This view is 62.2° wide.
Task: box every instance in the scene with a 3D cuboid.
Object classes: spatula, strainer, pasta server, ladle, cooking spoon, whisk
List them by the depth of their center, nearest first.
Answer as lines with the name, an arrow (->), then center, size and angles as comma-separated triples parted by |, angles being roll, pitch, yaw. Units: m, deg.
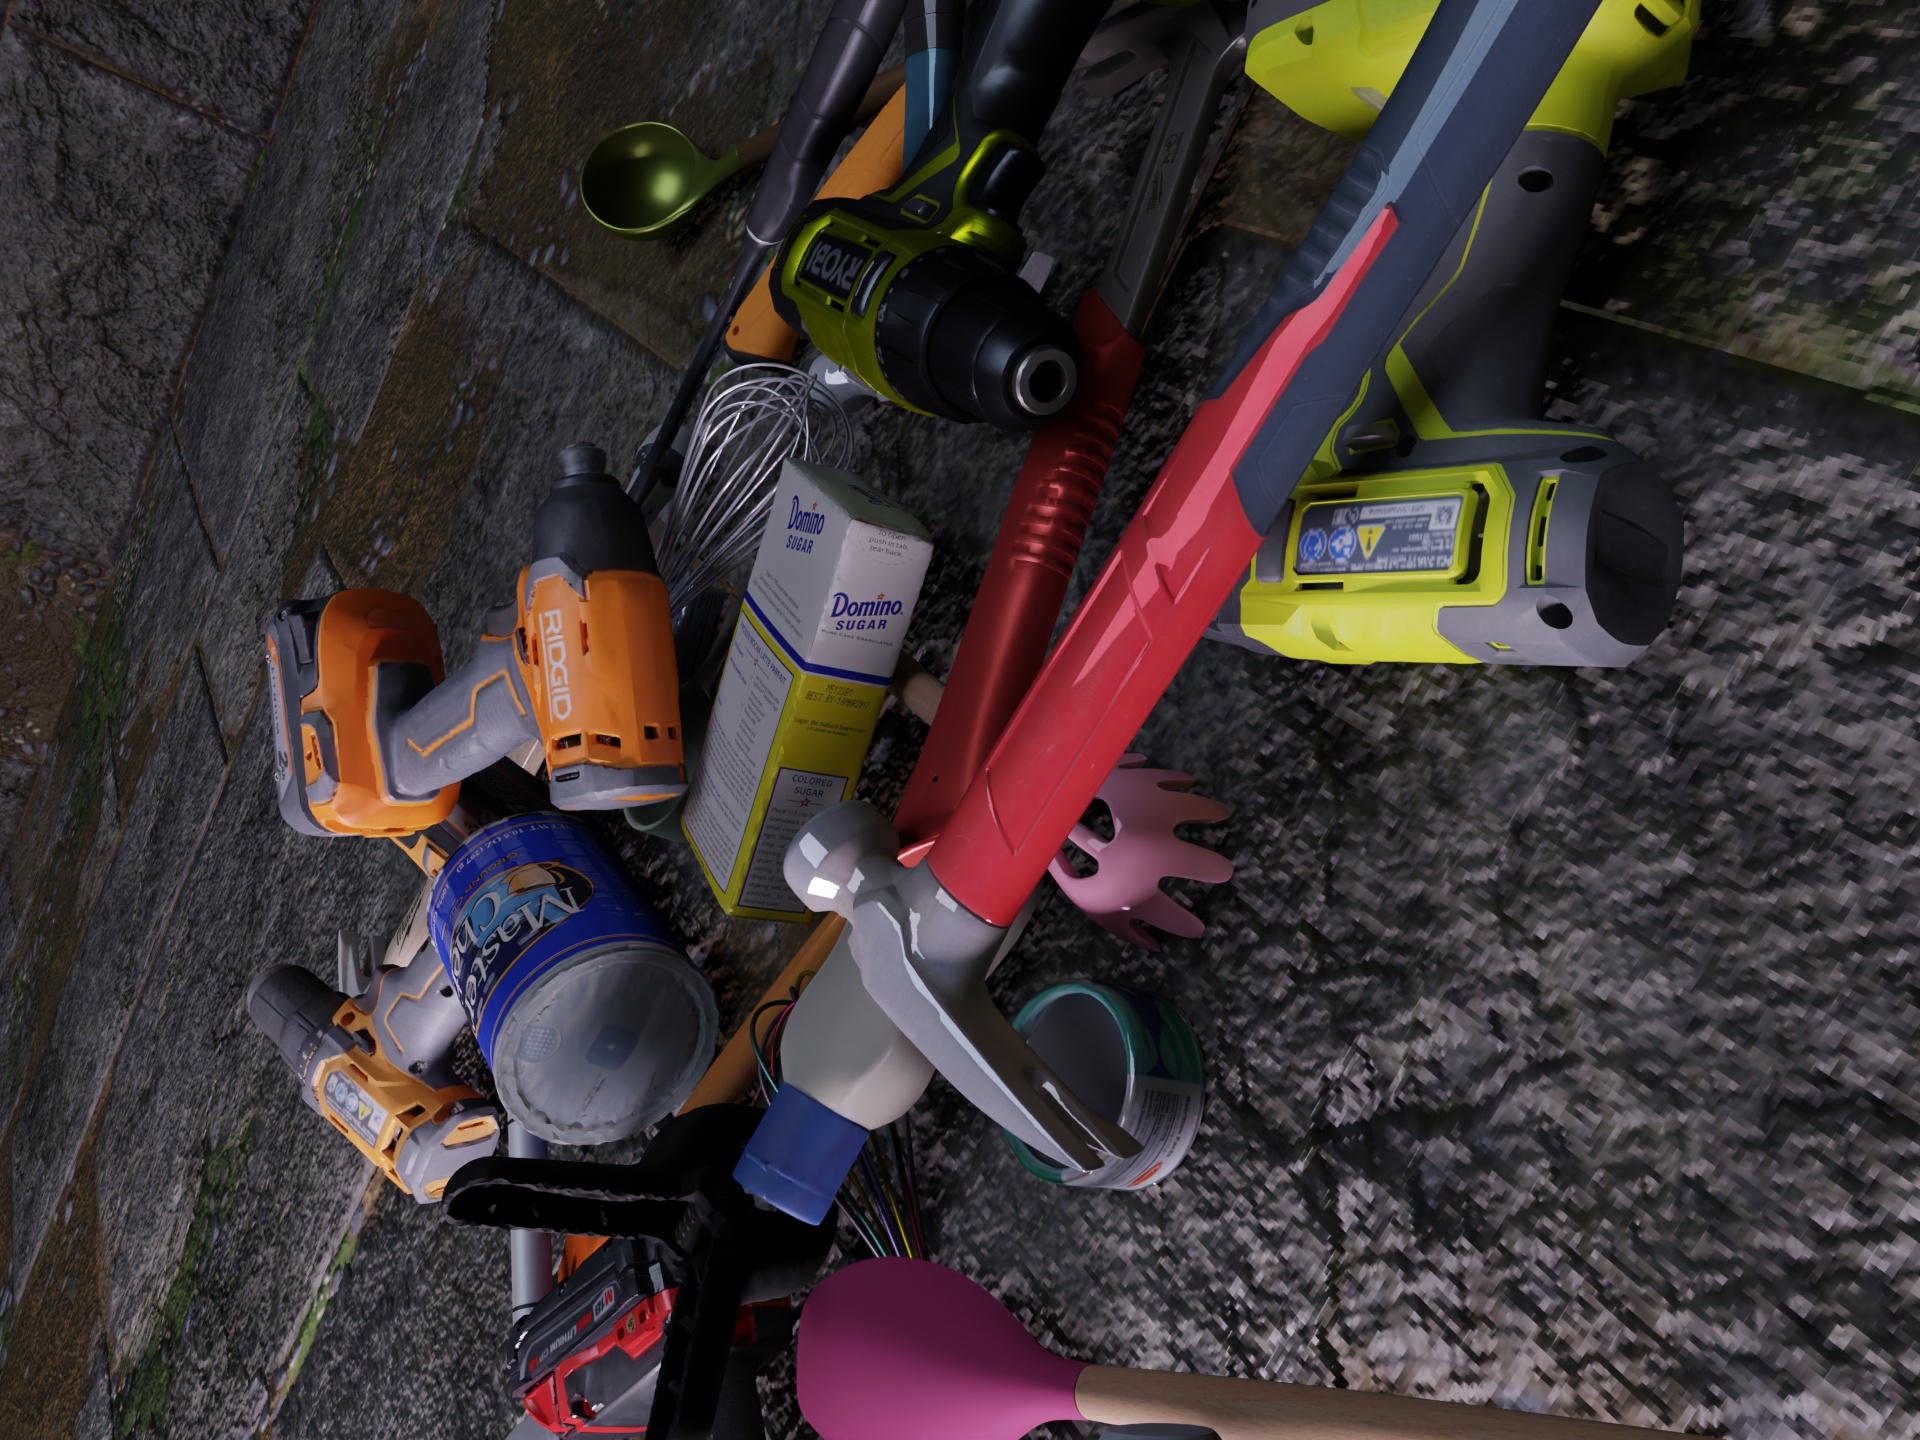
cooking spoon -> 0.057, 0.195, 0.456 | 0.319, 0.017, 0.069 | -14, 67, 41
whisk -> -0.023, 0.186, 0.571 | 0.047, 0.051, 0.245 | -49, 45, 19
pasta server -> -0.001, -0.002, 0.636 | 0.316, 0.040, 0.060 | 39, 107, 56
spatula -> -0.109, 0.177, 0.703 | 0.322, 0.041, 0.081 | -53, 39, 18
strainer -> -0.202, 0.288, 0.743 | 0.086, 0.050, 0.259 | 121, 144, -52
whisk -> -0.142, -0.067, 0.774 | 0.284, 0.070, 0.070 | -46, 44, 38
ladle -> -0.114, -0.330, 0.890 | 0.320, 0.062, 0.078 | 1, 71, 50

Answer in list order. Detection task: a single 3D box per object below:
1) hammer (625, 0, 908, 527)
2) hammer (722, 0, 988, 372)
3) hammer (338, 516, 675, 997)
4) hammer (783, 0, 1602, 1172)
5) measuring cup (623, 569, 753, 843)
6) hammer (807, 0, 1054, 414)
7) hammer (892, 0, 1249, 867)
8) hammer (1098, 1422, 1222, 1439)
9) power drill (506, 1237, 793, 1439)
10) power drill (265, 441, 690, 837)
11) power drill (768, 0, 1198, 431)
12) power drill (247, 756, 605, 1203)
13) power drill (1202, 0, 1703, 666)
hammer -> -0.094, -0.209, 0.709 | 0.408, 0.036, 0.149 | -51, 11, 44
hammer -> -0.022, -0.298, 0.758 | 0.336, 0.034, 0.127 | -44, 60, 35
hammer -> -0.286, 0.042, 0.973 | 0.410, 0.038, 0.146 | -56, 38, 20
hammer -> 0.084, -0.060, 0.424 | 0.143, 0.038, 0.386 | 43, 114, 30
measuring cup -> -0.107, -0.017, 0.772 | 0.083, 0.038, 0.167 | 23, 85, 55
hammer -> -0.013, -0.306, 0.703 | 0.128, 0.033, 0.331 | 5, 94, 45
hammer -> 0.039, -0.114, 0.584 | 0.149, 0.036, 0.359 | 5, 72, 52
hammer -> -0.092, 0.290, 0.514 | 0.405, 0.035, 0.144 | -13, 67, 37
power drill -> -0.104, 0.316, 0.597 | 0.143, 0.078, 0.220 | -46, 47, 31
power drill -> -0.227, -0.030, 0.749 | 0.226, 0.084, 0.164 | -10, 83, 32
power drill -> 0.029, -0.214, 0.568 | 0.228, 0.080, 0.191 | -59, 34, 9
power drill -> -0.309, 0.126, 0.889 | 0.185, 0.084, 0.226 | 30, 102, 27
power drill -> 0.132, -0.128, 0.474 | 0.171, 0.080, 0.223 | 5, 83, 52
